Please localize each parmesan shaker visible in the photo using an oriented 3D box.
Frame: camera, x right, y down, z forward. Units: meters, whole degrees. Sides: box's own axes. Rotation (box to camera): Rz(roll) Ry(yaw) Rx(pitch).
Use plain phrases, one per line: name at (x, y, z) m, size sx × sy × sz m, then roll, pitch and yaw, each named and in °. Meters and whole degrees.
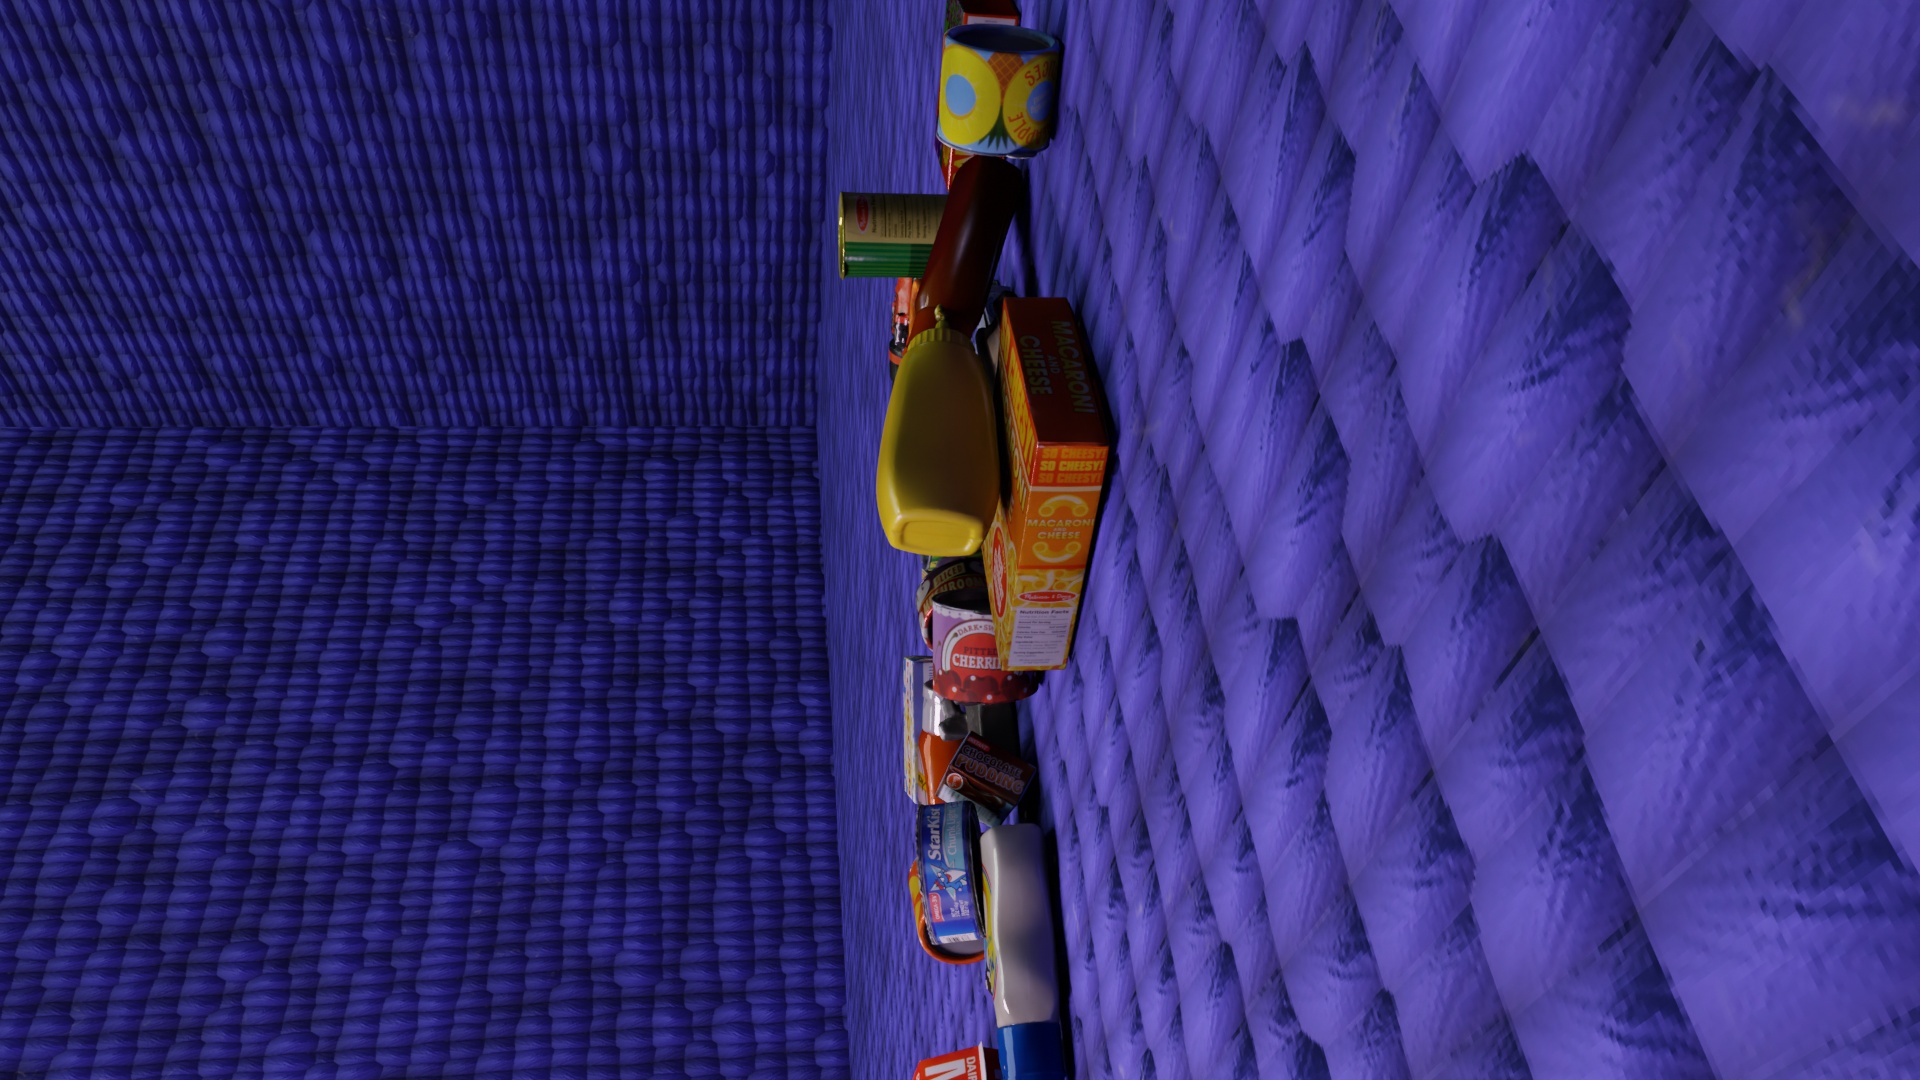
parmesan shaker at (-0.042, -0.234, 1.082) m, size 0.071 × 0.103 × 0.071 m, roll -178°, pitch 88°, yaw -82°

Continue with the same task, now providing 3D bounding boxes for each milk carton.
milk carton at (0.005, 0.391, 0.920) m, size 0.189 × 0.073 × 0.072 m, roll 102°, pitch 165°, yaw -55°

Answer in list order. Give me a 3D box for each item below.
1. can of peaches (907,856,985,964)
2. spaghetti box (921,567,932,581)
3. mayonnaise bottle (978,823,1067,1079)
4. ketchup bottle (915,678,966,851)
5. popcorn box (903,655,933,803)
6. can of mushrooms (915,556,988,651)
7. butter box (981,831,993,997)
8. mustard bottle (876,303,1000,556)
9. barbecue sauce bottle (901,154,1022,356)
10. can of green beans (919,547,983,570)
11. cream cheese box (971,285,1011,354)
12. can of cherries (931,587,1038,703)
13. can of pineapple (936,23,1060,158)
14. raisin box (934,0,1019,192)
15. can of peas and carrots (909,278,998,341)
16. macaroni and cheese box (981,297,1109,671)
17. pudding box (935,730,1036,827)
can of peaches at (0.000, 0.254, 0.972) m, size 0.058 × 0.071 × 0.071 m, roll -111°, pitch 22°, yaw -64°
spaghetti box at (-0.003, 0.058, 1.094) m, size 0.250 × 0.029 × 0.050 m, roll -150°, pitch 59°, yaw -80°
mayonnaise bottle at (0.036, 0.244, 0.807) m, size 0.064 × 0.041 × 0.148 m, roll 94°, pitch 173°, yaw -63°
ketchup bottle at (-0.013, 0.187, 1.126) m, size 0.065 × 0.043 × 0.148 m, roll -125°, pitch 36°, yaw -75°
popcorn box at (-0.028, 0.167, 1.240) m, size 0.085 × 0.038 × 0.126 m, roll 161°, pitch 108°, yaw -81°
can of mushrooms at (0.004, 0.045, 0.916) m, size 0.033 × 0.071 × 0.070 m, roll -103°, pitch 15°, yaw -52°
butter box at (0.030, 0.245, 0.909) m, size 0.053 × 0.024 × 0.103 m, roll 147°, pitch 121°, yaw -79°
mustard bottle at (-0.010, -0.067, 0.761) m, size 0.048 × 0.065 × 0.161 m, roll 107°, pitch 168°, yaw -54°
barbecue sauce bottle at (-0.001, -0.165, 0.865) m, size 0.064 × 0.044 × 0.149 m, roll 132°, pitch 156°, yaw -65°
can of green beans at (0.004, -0.013, 0.946) m, size 0.071 × 0.058 × 0.071 m, roll -178°, pitch 88°, yaw -81°
cream cheese box at (0.020, -0.116, 0.941) m, size 0.103 × 0.024 × 0.053 m, roll 98°, pitch 167°, yaw -45°
can of cherries at (0.015, 0.064, 0.844) m, size 0.071 × 0.071 × 0.058 m, roll -132°, pitch 42°, yaw -77°
can of pineapple at (0.022, -0.254, 0.784) m, size 0.071 × 0.071 × 0.057 m, roll -103°, pitch 15°, yaw -55°
raisin box at (0.010, -0.311, 0.949) m, size 0.086 × 0.040 × 0.122 m, roll -103°, pitch 16°, yaw -52°
can of peas and carrots at (-0.005, -0.155, 0.990) m, size 0.071 × 0.059 × 0.071 m, roll -178°, pitch 88°, yaw -81°
macaroni and cheese box at (0.041, -0.029, 0.755) m, size 0.124 × 0.040 × 0.165 m, roll -99°, pitch 11°, yaw -45°
pudding box at (0.015, 0.156, 0.894) m, size 0.030 × 0.050 × 0.083 m, roll -58°, pitch -6°, yaw -23°
